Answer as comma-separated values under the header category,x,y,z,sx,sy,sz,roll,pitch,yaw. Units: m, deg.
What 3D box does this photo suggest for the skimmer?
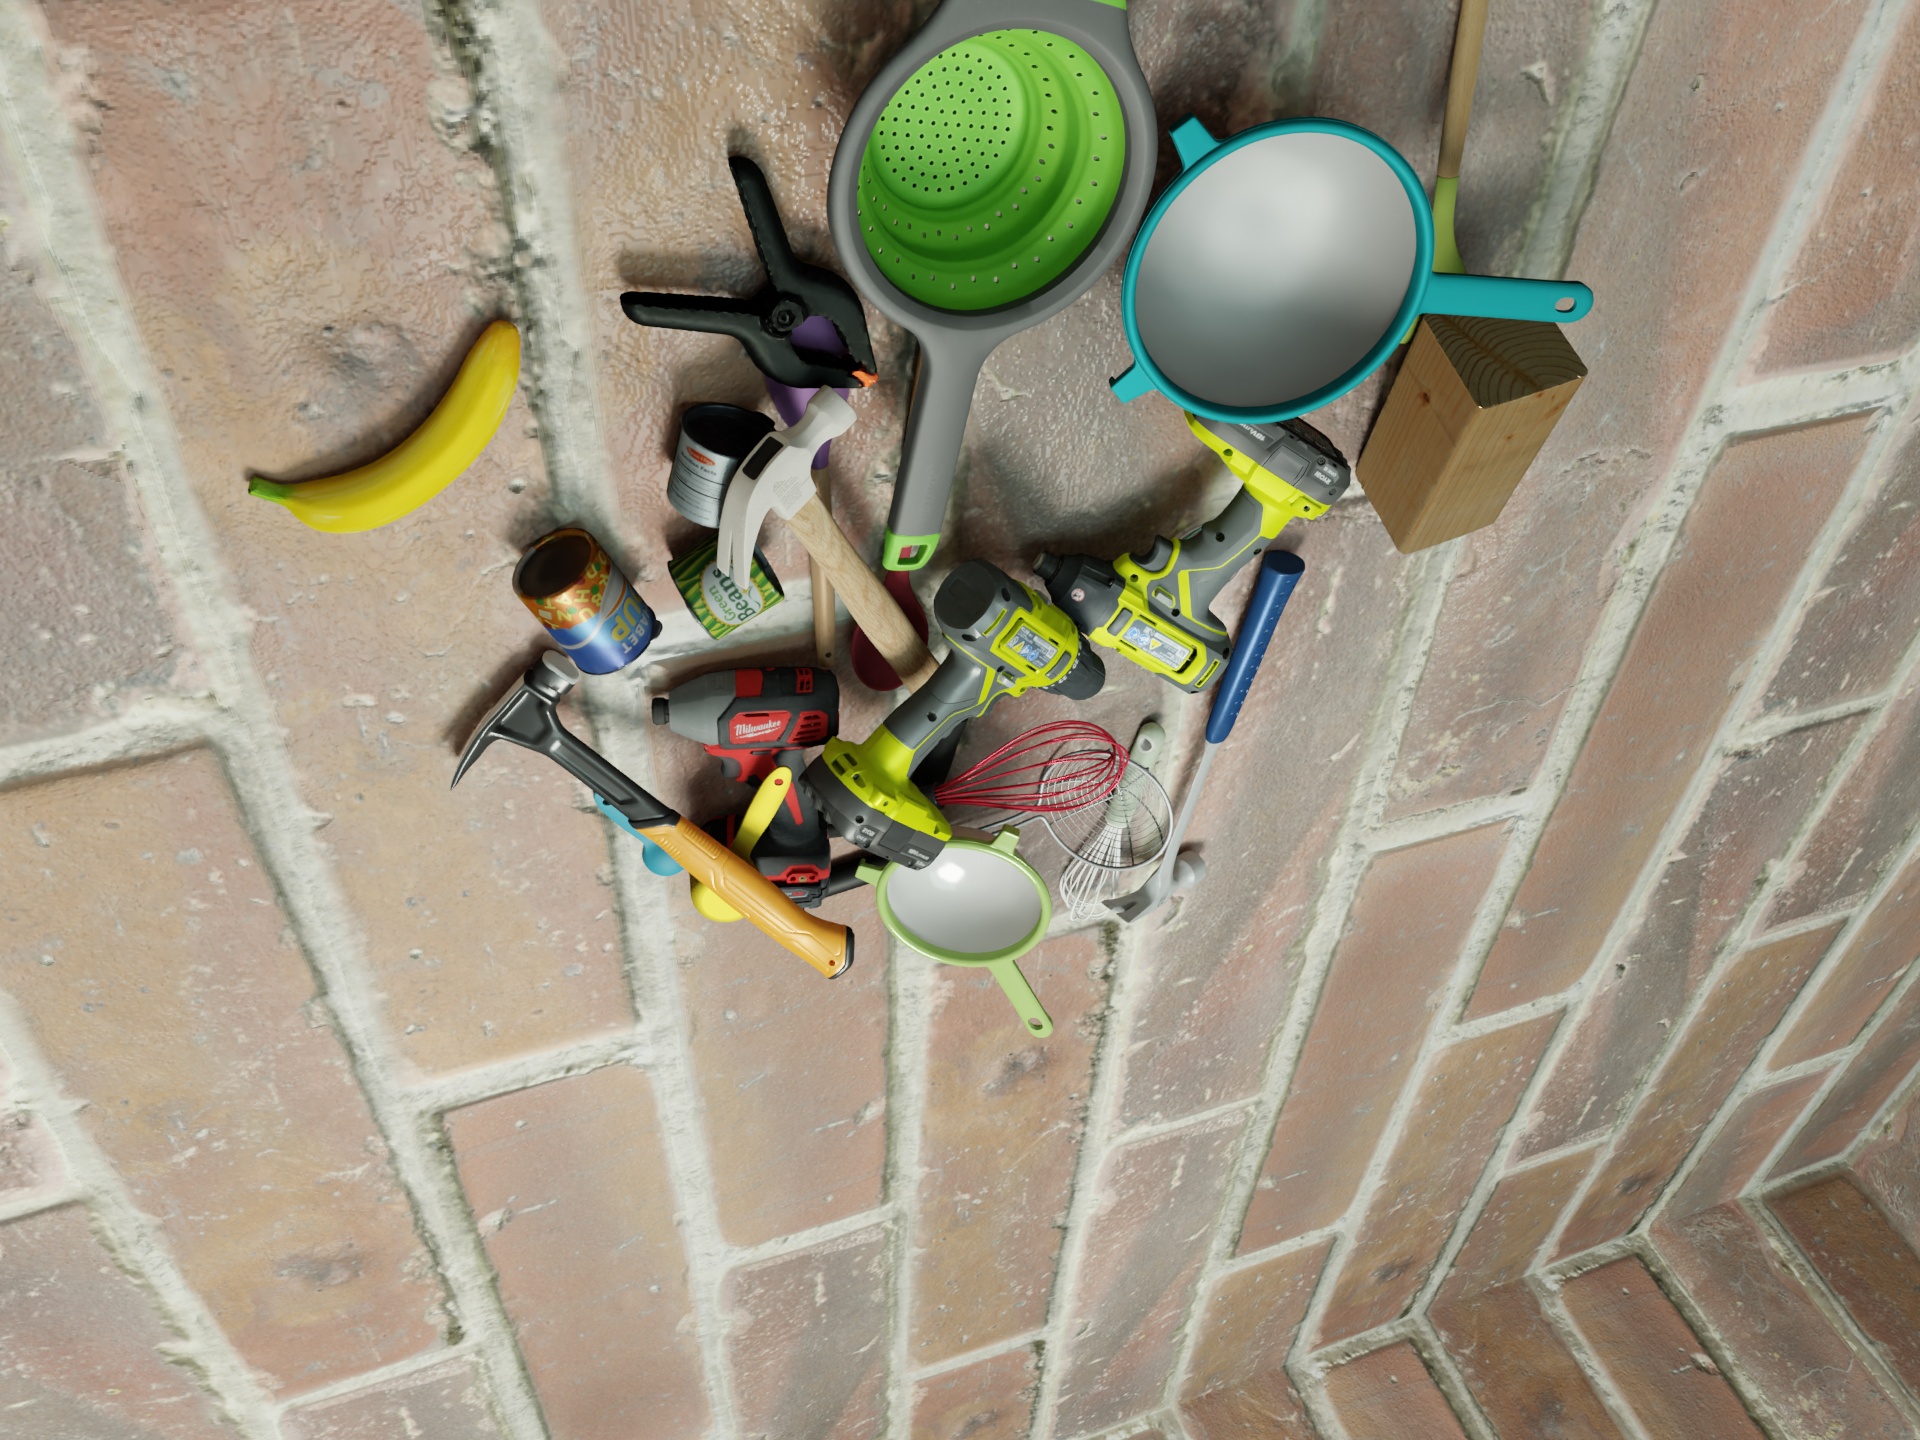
category,x,y,z,sx,sy,sz,roll,pitch,yaw
skimmer,0.008,0.119,1.422,0.363,0.090,0.127,-17,115,-9

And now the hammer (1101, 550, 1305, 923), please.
category,x,y,z,sx,sy,sz,roll,pitch,yaw
hammer,0.229,0.026,1.460,0.144,0.035,0.405,-27,143,-42

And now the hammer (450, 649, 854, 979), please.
category,x,y,z,sx,sy,sz,roll,pitch,yaw
hammer,-0.218,0.095,1.207,0.336,0.034,0.127,40,105,-17

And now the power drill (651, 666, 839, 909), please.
category,x,y,z,sx,sy,sz,roll,pitch,yaw
power drill,-0.169,0.052,1.268,0.143,0.079,0.219,-2,130,-8

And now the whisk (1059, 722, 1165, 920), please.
category,x,y,z,sx,sy,sz,roll,pitch,yaw
whisk,0.147,0.100,1.517,0.059,0.058,0.246,-35,151,-49

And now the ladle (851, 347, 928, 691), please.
category,x,y,z,sx,sy,sz,roll,pitch,yaw
ladle,-0.040,-0.152,1.171,0.069,0.031,0.315,-15,136,-28

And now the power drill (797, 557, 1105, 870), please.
category,x,y,z,sx,sy,sz,roll,pitch,yaw
power drill,0.003,0.001,1.216,0.228,0.080,0.190,-50,143,8

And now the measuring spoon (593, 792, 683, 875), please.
category,x,y,z,sx,sy,sz,roll,pitch,yaw
measuring spoon,-0.262,0.095,1.307,0.042,0.021,0.128,-31,140,4

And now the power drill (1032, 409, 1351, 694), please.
category,x,y,z,sx,sy,sz,roll,pitch,yaw
power drill,0.176,-0.145,1.224,0.171,0.080,0.223,29,115,-14

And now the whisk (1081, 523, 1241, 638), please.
category,x,y,z,sx,sy,sz,roll,pitch,yaw
whisk,0.133,-0.095,1.309,0.245,0.047,0.051,-29,140,7

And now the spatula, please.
category,x,y,z,sx,sy,sz,roll,pitch,yaw
spatula,-0.103,-0.161,1.133,0.059,0.018,0.315,-12,134,-14

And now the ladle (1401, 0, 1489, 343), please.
category,x,y,z,sx,sy,sz,roll,pitch,yaw
ladle,0.336,-0.410,1.105,0.078,0.062,0.319,-13,130,-13

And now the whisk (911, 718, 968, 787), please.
category,x,y,z,sx,sy,sz,roll,pitch,yaw
whisk,-0.001,-0.004,1.328,0.055,0.055,0.238,-2,137,-26

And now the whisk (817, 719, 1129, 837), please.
category,x,y,z,sx,sy,sz,roll,pitch,yaw
whisk,-0.001,0.058,1.329,0.296,0.073,0.073,-14,142,20

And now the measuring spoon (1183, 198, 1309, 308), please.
category,x,y,z,sx,sy,sz,roll,pitch,yaw
measuring spoon,0.198,-0.328,1.131,0.117,0.011,0.021,-38,124,17

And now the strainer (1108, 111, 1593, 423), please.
category,x,y,z,sx,sy,sz,roll,pitch,yaw
strainer,0.264,-0.314,1.089,0.340,0.095,0.210,0,129,-14

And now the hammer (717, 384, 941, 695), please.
category,x,y,z,sx,sy,sz,roll,pitch,yaw
hammer,-0.073,-0.091,1.142,0.130,0.031,0.331,-47,146,-8

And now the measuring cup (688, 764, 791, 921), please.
category,x,y,z,sx,sy,sz,roll,pitch,yaw
measuring cup,-0.165,0.099,1.239,0.062,0.029,0.156,17,124,-20

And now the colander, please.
category,x,y,z,sx,sy,sz,roll,pitch,yaw
colander,-0.010,-0.278,1.002,0.204,0.095,0.396,-5,132,-24

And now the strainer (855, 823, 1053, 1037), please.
category,x,y,z,sx,sy,sz,roll,pitch,yaw
strainer,0.028,0.177,1.400,0.151,0.069,0.256,-16,126,20
